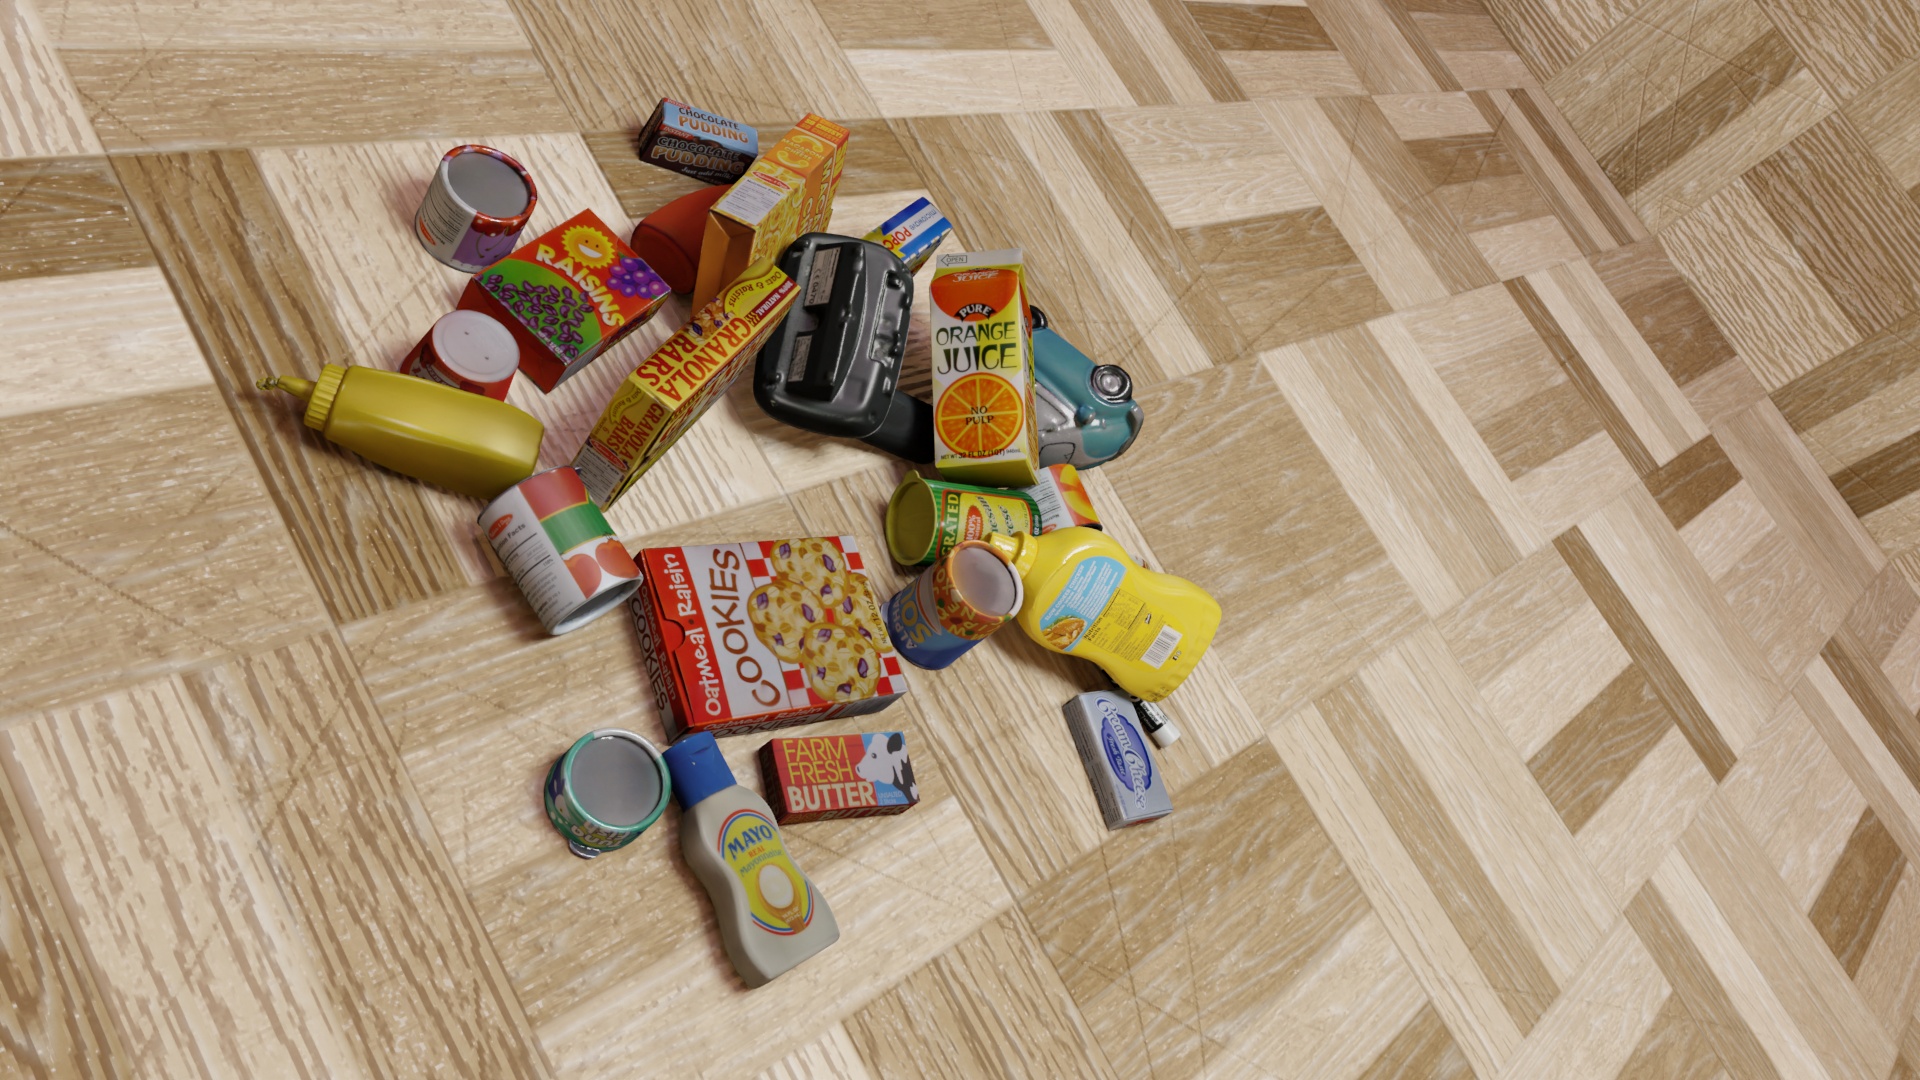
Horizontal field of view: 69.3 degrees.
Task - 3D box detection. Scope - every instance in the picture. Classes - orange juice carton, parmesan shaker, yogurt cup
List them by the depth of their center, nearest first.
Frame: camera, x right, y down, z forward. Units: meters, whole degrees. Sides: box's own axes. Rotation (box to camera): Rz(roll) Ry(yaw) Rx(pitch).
[{"bbox_3d":[-0.315,-0.109,0.879,0.072,0.053,0.073,21,50,-28],"label":"yogurt cup"},{"bbox_3d":[0.004,-0.013,1.057,0.103,0.071,0.071,5,59,-36],"label":"parmesan shaker"},{"bbox_3d":[0.018,-0.140,1.089,0.073,0.072,0.193,55,31,-72],"label":"orange juice carton"}]

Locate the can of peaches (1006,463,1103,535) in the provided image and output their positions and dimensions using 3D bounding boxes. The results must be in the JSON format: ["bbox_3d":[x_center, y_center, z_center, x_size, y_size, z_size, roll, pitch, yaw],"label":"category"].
[{"bbox_3d":[0.074,-0.022,1.123,0.071,0.071,0.058,-8,66,-42],"label":"can of peaches"}]

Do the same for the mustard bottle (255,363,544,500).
[{"bbox_3d":[-0.335,-0.072,0.832,0.160,0.065,0.049,20,55,-23],"label":"mustard bottle"}]

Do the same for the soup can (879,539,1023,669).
[{"bbox_3d":[-0.007,0.046,0.997,0.071,0.083,0.072,20,51,-27],"label":"soup can"}]

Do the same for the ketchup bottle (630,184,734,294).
[{"bbox_3d":[-0.189,-0.248,1.083,0.065,0.043,0.149,41,44,-2],"label":"ketchup bottle"}]

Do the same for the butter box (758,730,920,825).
[{"bbox_3d":[-0.079,0.154,0.908,0.104,0.024,0.053,3,59,-38],"label":"butter box"}]

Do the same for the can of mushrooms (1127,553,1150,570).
[{"bbox_3d":[0.125,0.040,1.117,0.071,0.070,0.033,18,50,-29],"label":"can of mushrooms"}]

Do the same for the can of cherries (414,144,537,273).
[{"bbox_3d":[-0.328,-0.227,0.947,0.071,0.058,0.072,20,51,-27],"label":"can of cherries"}]

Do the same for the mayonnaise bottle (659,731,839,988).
[{"bbox_3d":[-0.132,0.187,0.830,0.065,0.041,0.148,-21,76,-42],"label":"mayonnaise bottle"}]

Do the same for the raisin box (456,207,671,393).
[{"bbox_3d":[-0.273,-0.169,0.965,0.086,0.040,0.124,44,43,-5],"label":"raisin box"}]

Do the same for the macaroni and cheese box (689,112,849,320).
[{"bbox_3d":[-0.143,-0.230,1.048,0.040,0.123,0.167,26,45,3],"label":"macaroni and cheese box"}]

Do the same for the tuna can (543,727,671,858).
[{"bbox_3d":[-0.205,0.146,0.806,0.071,0.032,0.071,21,50,-27],"label":"tuna can"}]

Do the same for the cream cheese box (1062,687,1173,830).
[{"bbox_3d":[0.120,0.165,1.059,0.053,0.024,0.104,-2,63,-40],"label":"cream cheese box"}]

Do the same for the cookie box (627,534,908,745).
[{"bbox_3d":[-0.128,0.061,0.921,0.168,0.040,0.123,-4,64,-40],"label":"cookie box"}]

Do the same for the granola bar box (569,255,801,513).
[{"bbox_3d":[-0.185,-0.106,0.930,0.039,0.123,0.166,41,44,-7],"label":"granola bar box"}]

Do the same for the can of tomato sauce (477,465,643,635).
[{"bbox_3d":[-0.242,0.006,0.849,0.071,0.071,0.083,-28,82,-46],"label":"can of tomato sauce"}]

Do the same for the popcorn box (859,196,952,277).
[{"bbox_3d":[-0.068,-0.220,1.131,0.038,0.085,0.127,45,44,-3],"label":"popcorn box"}]

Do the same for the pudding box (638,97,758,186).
[{"bbox_3d":[-0.209,-0.317,1.111,0.084,0.049,0.030,11,57,-33],"label":"pudding box"}]
